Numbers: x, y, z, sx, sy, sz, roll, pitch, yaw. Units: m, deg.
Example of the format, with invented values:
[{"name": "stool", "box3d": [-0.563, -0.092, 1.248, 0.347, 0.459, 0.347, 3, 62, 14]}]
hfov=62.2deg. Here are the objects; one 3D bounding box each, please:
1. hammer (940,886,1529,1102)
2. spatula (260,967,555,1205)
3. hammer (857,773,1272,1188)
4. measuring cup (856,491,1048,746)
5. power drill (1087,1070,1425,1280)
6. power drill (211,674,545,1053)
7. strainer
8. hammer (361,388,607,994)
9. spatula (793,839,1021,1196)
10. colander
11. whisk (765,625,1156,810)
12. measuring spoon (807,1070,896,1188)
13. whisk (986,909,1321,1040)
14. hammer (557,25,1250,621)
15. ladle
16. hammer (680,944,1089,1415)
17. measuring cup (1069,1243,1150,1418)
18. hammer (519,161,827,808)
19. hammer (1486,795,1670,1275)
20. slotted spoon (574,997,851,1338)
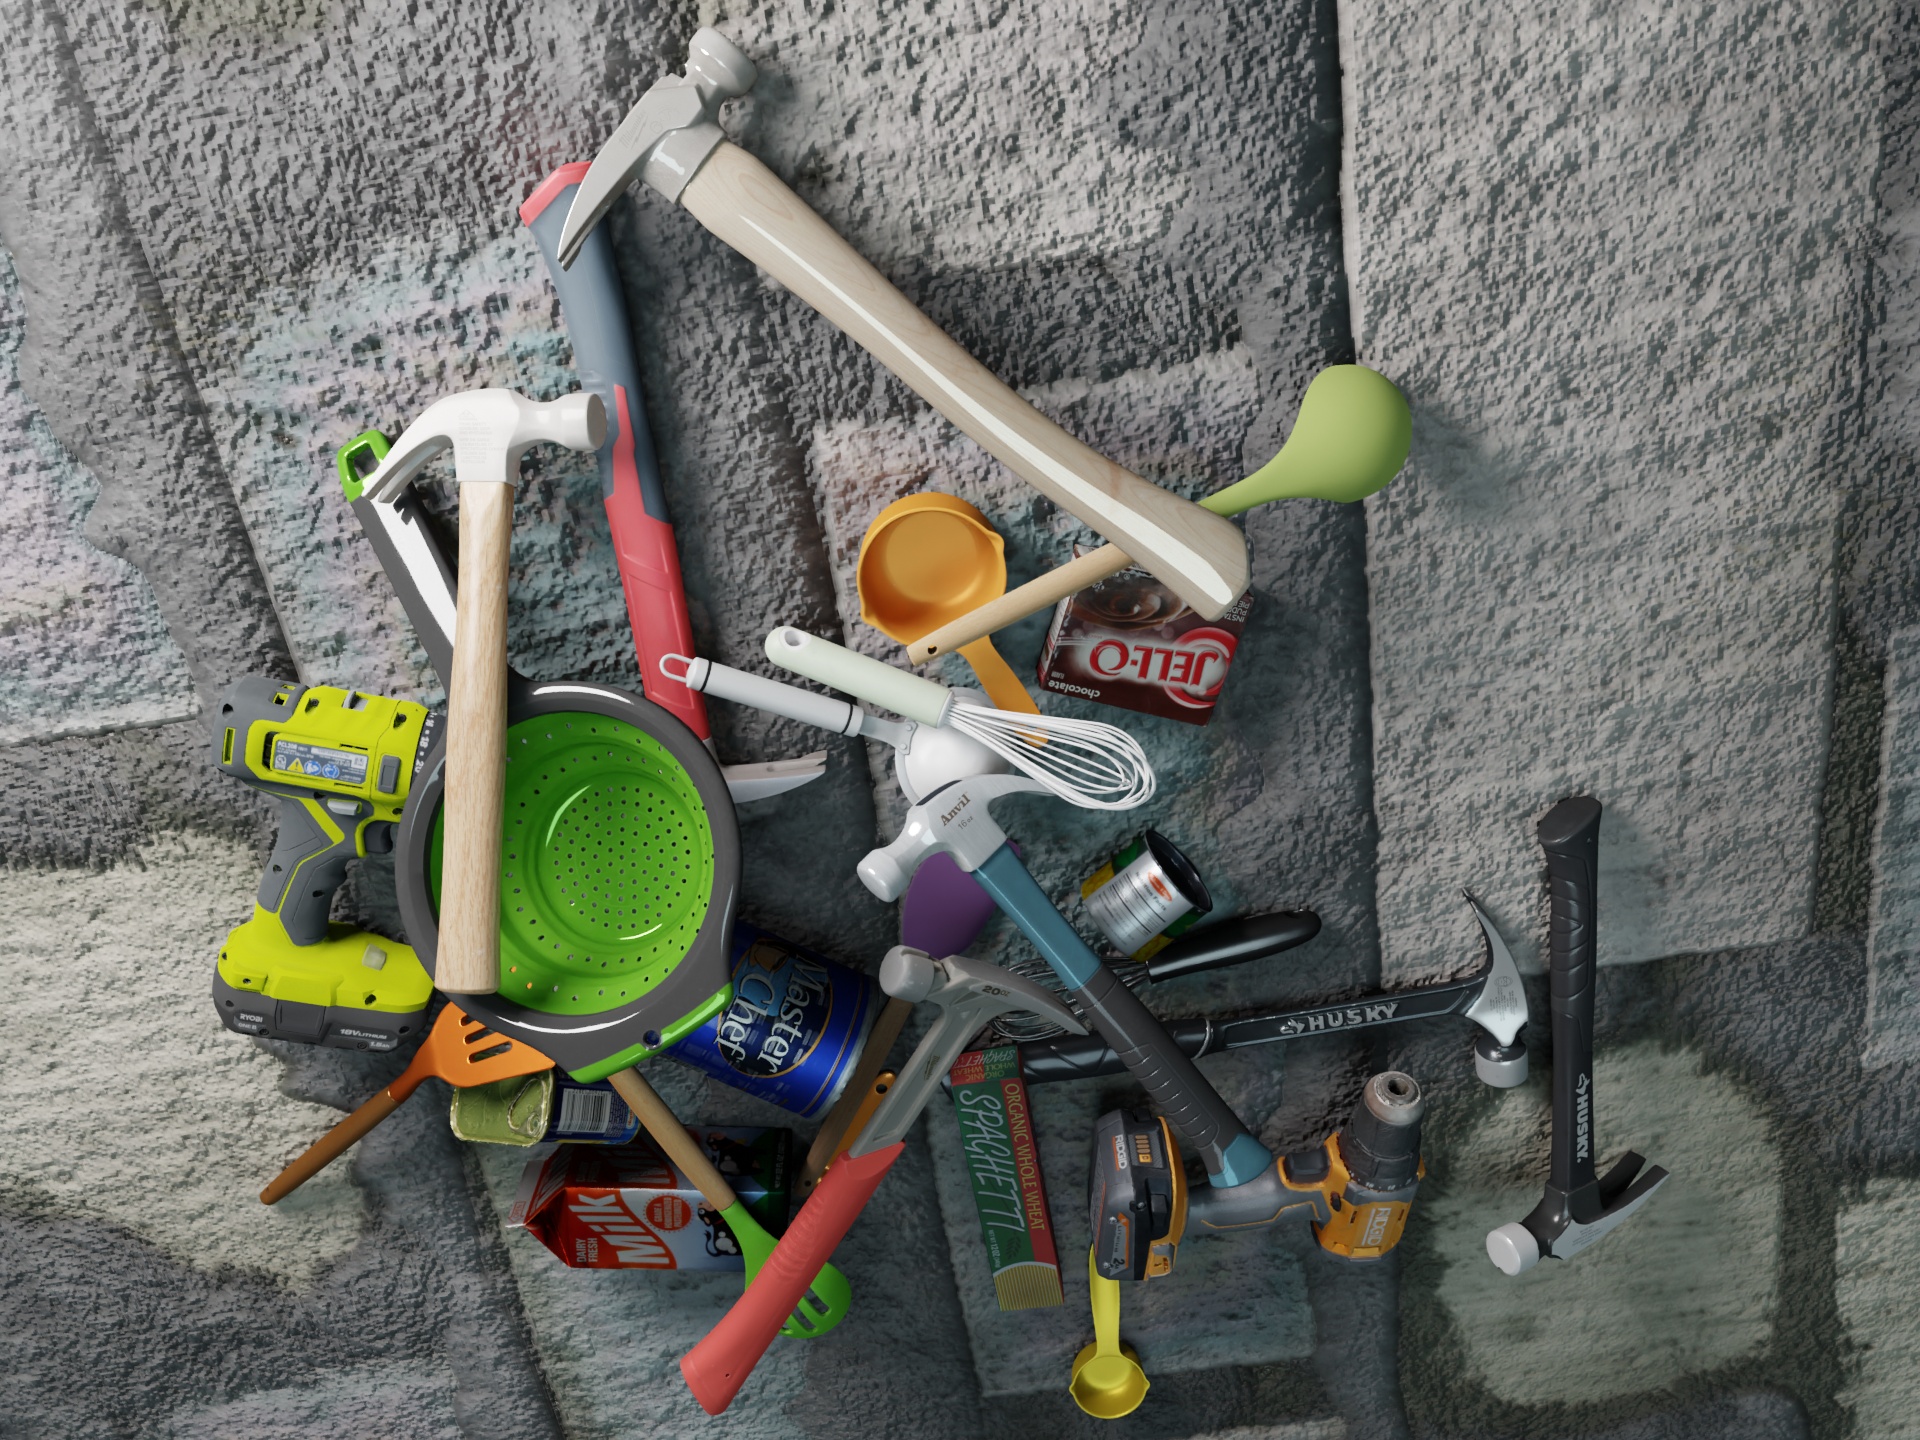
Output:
[{"name": "hammer", "box3d": [0.185, 0.213, 1.098, 0.409, 0.036, 0.149, -9, 113, 3]}, {"name": "spatula", "box3d": [-0.384, 0.261, 1.075, 0.322, 0.081, 0.041, -37, 151, 30]}, {"name": "hammer", "box3d": [0.084, 0.167, 0.979, 0.128, 0.033, 0.331, -44, 105, -20]}, {"name": "measuring cup", "box3d": [0.005, -0.060, 0.962, 0.095, 0.052, 0.173, -30, 113, 11]}, {"name": "power drill", "box3d": [0.208, 0.312, 1.099, 0.226, 0.084, 0.185, -2, 132, -3]}, {"name": "power drill", "box3d": [-0.373, 0.091, 1.006, 0.190, 0.080, 0.228, 12, 111, -13]}, {"name": "strainer", "box3d": [-0.059, 0.004, 0.968, 0.258, 0.050, 0.087, 17, 83, -19]}, {"name": "hammer", "box3d": [-0.268, -0.017, 0.876, 0.130, 0.031, 0.331, 2, 88, 9]}, {"name": "spatula", "box3d": [-0.049, 0.205, 1.095, 0.059, 0.018, 0.316, 23, 109, -10]}, {"name": "colander", "box3d": [-0.252, 0.010, 0.937, 0.204, 0.094, 0.397, -29, 83, 6]}, {"name": "whisk", "box3d": [-0.001, -0.003, 0.935, 0.246, 0.058, 0.059, 22, 139, 6]}, {"name": "measuring spoon", "box3d": [-0.078, 0.295, 1.139, 0.021, 0.011, 0.117, 28, 110, -13]}, {"name": "whisk", "box3d": [0.127, 0.166, 1.069, 0.239, 0.055, 0.055, -16, 114, 0]}, {"name": "hammer", "box3d": [-0.017, -0.182, 0.856, 0.410, 0.038, 0.146, 38, 90, -7]}, {"name": "ladle", "box3d": [0.113, -0.110, 0.919, 0.320, 0.062, 0.078, -26, 111, 4]}, {"name": "hammer", "box3d": [-0.068, 0.306, 1.026, 0.149, 0.037, 0.359, 24, 105, -32]}, {"name": "measuring cup", "box3d": [0.111, 0.458, 1.216, 0.062, 0.029, 0.156, -4, 102, 0]}, {"name": "hammer", "box3d": [-0.174, -0.126, 0.934, 0.143, 0.038, 0.386, -7, 114, 0]}, {"name": "hammer", "box3d": [0.423, 0.211, 1.087, 0.146, 0.035, 0.334, -15, 109, -24]}, {"name": "slotted spoon", "box3d": [-0.172, 0.303, 1.055, 0.070, 0.031, 0.313, -30, 108, 8]}]
